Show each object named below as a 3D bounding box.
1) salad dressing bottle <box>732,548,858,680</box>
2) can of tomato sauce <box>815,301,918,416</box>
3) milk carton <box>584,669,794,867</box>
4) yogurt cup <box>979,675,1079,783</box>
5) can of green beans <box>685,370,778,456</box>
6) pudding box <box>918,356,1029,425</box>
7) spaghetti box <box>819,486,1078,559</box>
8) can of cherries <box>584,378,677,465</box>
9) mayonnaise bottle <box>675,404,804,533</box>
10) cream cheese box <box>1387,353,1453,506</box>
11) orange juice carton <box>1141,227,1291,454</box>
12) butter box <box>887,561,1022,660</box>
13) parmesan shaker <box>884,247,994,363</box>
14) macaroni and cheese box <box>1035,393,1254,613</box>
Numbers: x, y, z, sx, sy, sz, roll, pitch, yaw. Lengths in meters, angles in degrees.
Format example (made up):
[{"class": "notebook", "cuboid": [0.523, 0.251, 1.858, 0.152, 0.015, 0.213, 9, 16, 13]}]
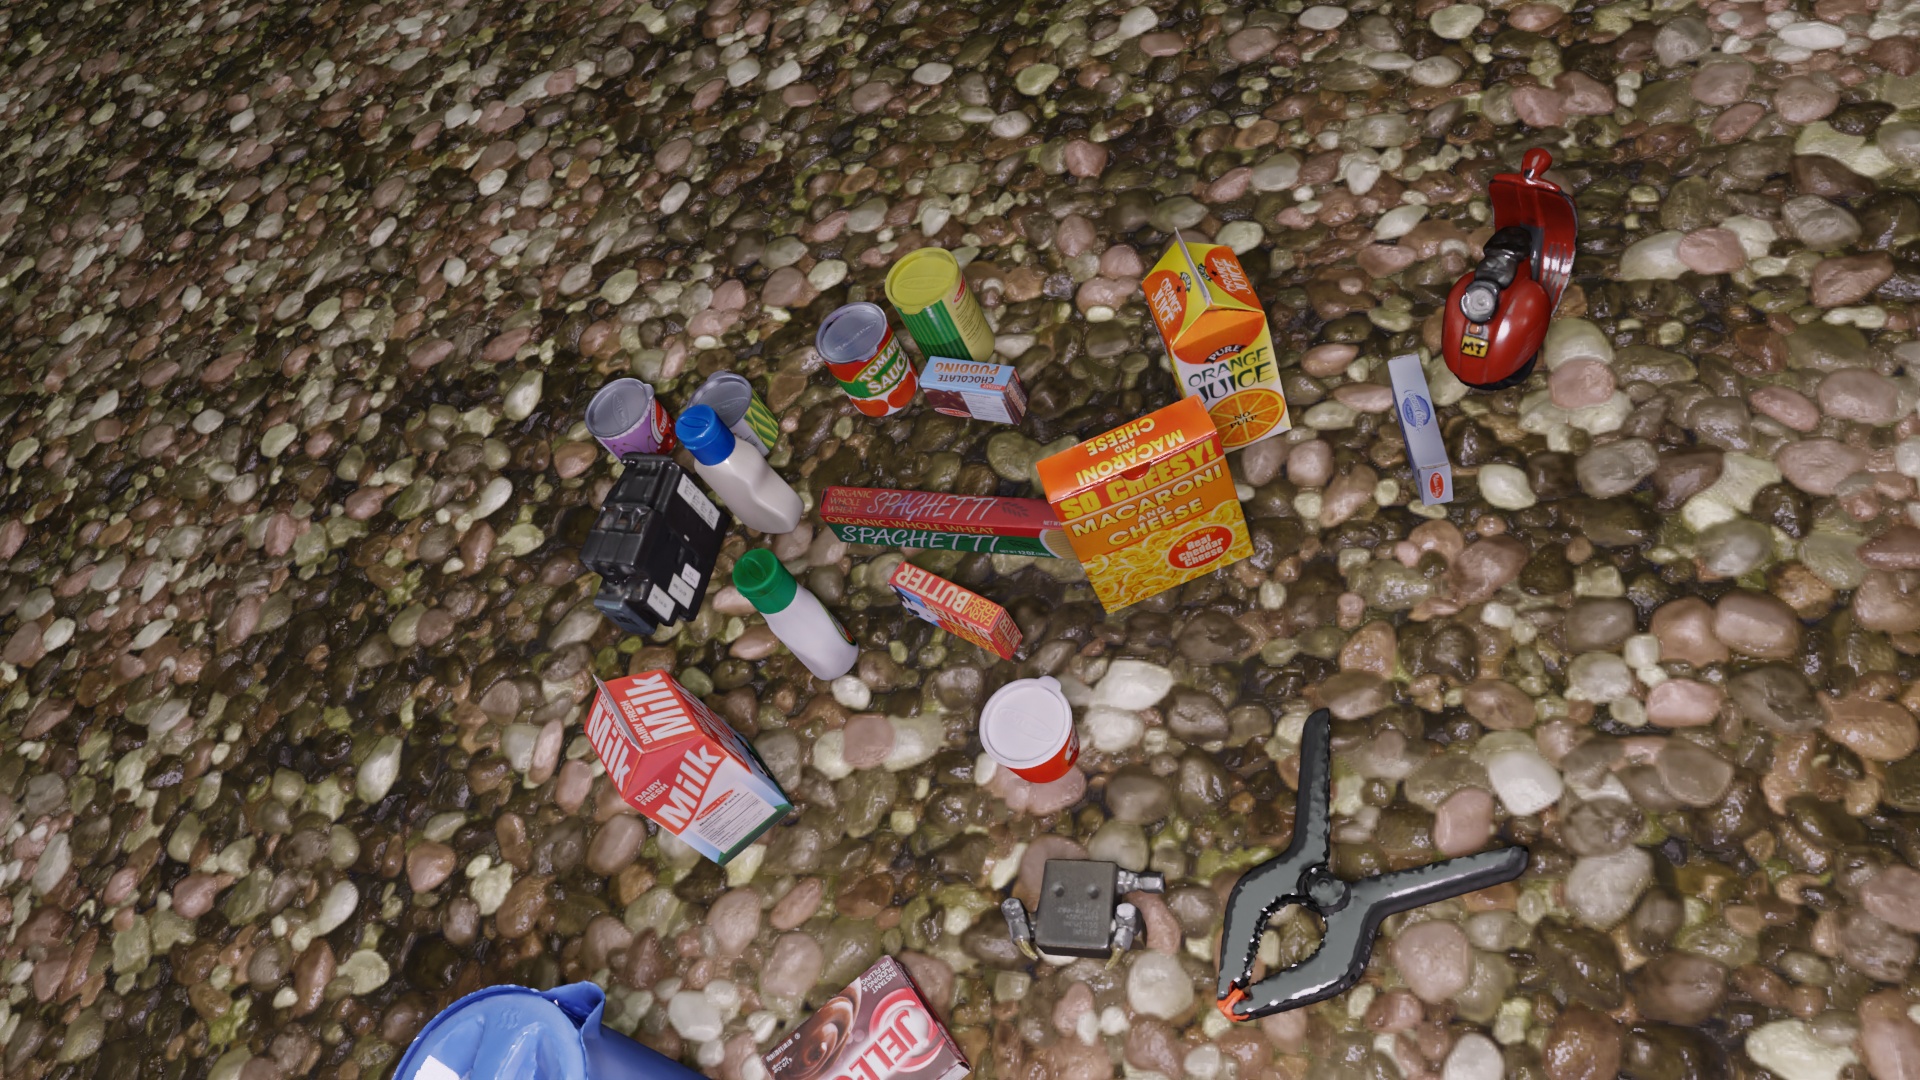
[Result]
[{"class": "salad dressing bottle", "cuboid": [-0.126, 0.057, 1.067, 0.044, 0.147, 0.064, -43, 55, -7]}, {"class": "can of tomato sauce", "cuboid": [-0.080, -0.157, 1.222, 0.071, 0.082, 0.071, -10, 57, 16]}, {"class": "milk carton", "cuboid": [-0.203, 0.160, 1.007, 0.073, 0.190, 0.072, -39, 54, -5]}, {"class": "yogurt cup", "cuboid": [0.053, 0.141, 1.003, 0.072, 0.053, 0.073, -10, 57, 16]}, {"class": "can of green beans", "cuboid": [-0.206, -0.108, 1.256, 0.071, 0.057, 0.071, -10, 57, 16]}, {"class": "pudding box", "cuboid": [0.012, -0.128, 1.189, 0.084, 0.049, 0.030, 10, 65, 26]}, {"class": "spaghetti box", "cuboid": [0.004, -0.014, 1.120, 0.250, 0.050, 0.029, 4, 62, 23]}, {"class": "can of cherries", "cuboid": [-0.304, -0.109, 1.294, 0.071, 0.058, 0.072, -10, 57, 16]}, {"class": "mayonnaise bottle", "cuboid": [-0.187, -0.058, 1.162, 0.065, 0.147, 0.041, 10, 65, 26]}, {"class": "cream cheese box", "cuboid": [0.340, -0.082, 1.029, 0.024, 0.053, 0.104, -12, 56, 14]}, {"class": "orange juice carton", "cuboid": [0.191, -0.149, 1.043, 0.073, 0.192, 0.072, -21, 55, 8]}, {"class": "butter box", "cuboid": [-0.004, 0.054, 1.079, 0.103, 0.053, 0.024, 24, 71, 31]}, {"class": "parmesan shaker", "cuboid": [-0.017, -0.194, 1.208, 0.071, 0.102, 0.071, -10, 57, 16]}, {"class": "macaroni and cheese box", "cuboid": [0.137, -0.021, 1.001, 0.123, 0.166, 0.040, -23, 55, 7]}]
